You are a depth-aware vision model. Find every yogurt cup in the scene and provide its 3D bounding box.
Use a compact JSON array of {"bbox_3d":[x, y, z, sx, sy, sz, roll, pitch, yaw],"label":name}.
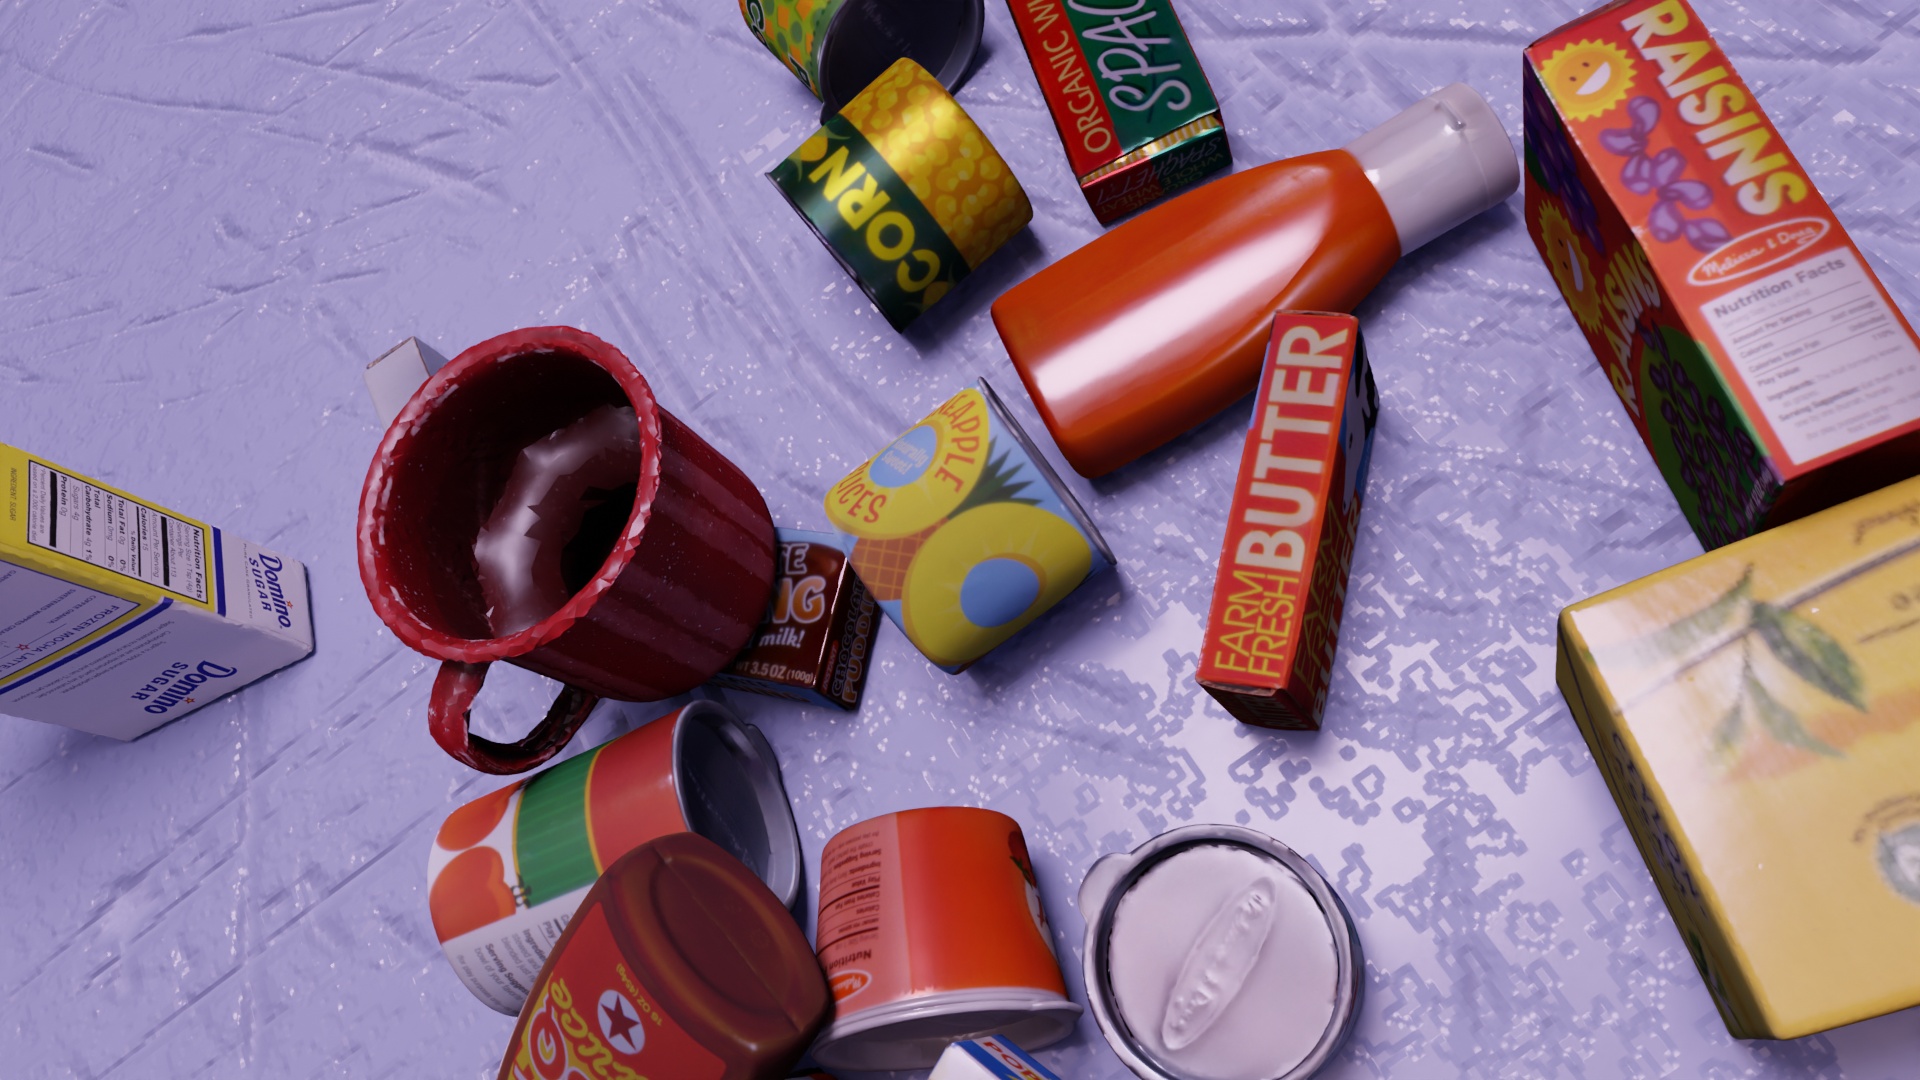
[{"bbox_3d":[-0.007,0.104,0.362,0.072,0.072,0.054,-17,58,15],"label":"yogurt cup"}]

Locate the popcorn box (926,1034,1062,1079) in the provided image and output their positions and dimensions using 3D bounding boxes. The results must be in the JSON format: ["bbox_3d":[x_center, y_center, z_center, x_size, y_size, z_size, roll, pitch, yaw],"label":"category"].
[{"bbox_3d":[0.003,0.185,0.295,0.085,0.038,0.127,29,82,27],"label":"popcorn box"}]

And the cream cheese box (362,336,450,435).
[{"bbox_3d":[-0.163,-0.017,0.473,0.024,0.053,0.104,-35,62,4],"label":"cream cheese box"}]

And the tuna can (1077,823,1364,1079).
[{"bbox_3d":[0.064,0.105,0.350,0.071,0.032,0.071,-7,68,19],"label":"tuna can"}]

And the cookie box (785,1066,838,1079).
[{"bbox_3d":[-0.004,0.226,0.329,0.167,0.040,0.123,24,81,26],"label":"cookie box"}]

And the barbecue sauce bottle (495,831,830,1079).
[{"bbox_3d":[-0.092,0.144,0.359,0.065,0.044,0.148,46,120,18],"label":"barbecue sauce bottle"}]

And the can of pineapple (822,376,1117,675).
[{"bbox_3d":[0.001,-0.005,0.395,0.058,0.071,0.071,-36,62,6],"label":"can of pineapple"}]

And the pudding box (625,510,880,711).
[{"bbox_3d":[-0.069,0.021,0.435,0.084,0.030,0.050,7,73,23],"label":"pudding box"}]

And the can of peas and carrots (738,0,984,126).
[{"bbox_3d":[-0.036,-0.182,0.478,0.071,0.071,0.059,-42,61,3],"label":"can of peas and carrots"}]

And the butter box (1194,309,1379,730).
[{"bbox_3d":[0.089,-0.004,0.369,0.024,0.053,0.104,8,74,26],"label":"butter box"}]

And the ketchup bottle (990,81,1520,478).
[{"bbox_3d":[0.085,-0.079,0.404,0.148,0.043,0.065,-29,60,9],"label":"ketchup bottle"}]

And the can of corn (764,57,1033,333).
[{"bbox_3d":[-0.019,-0.109,0.441,0.058,0.071,0.071,-40,62,3],"label":"can of corn"}]

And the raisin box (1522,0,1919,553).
[{"bbox_3d":[0.180,-0.059,0.336,0.040,0.086,0.124,-24,64,14],"label":"raisin box"}]

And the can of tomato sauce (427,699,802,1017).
[{"bbox_3d":[-0.098,0.090,0.401,0.083,0.071,0.071,-24,64,12],"label":"can of tomato sauce"}]

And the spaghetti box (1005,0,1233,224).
[{"bbox_3d":[0.030,-0.220,0.486,0.050,0.028,0.251,-23,64,12],"label":"spaghetti box"}]
